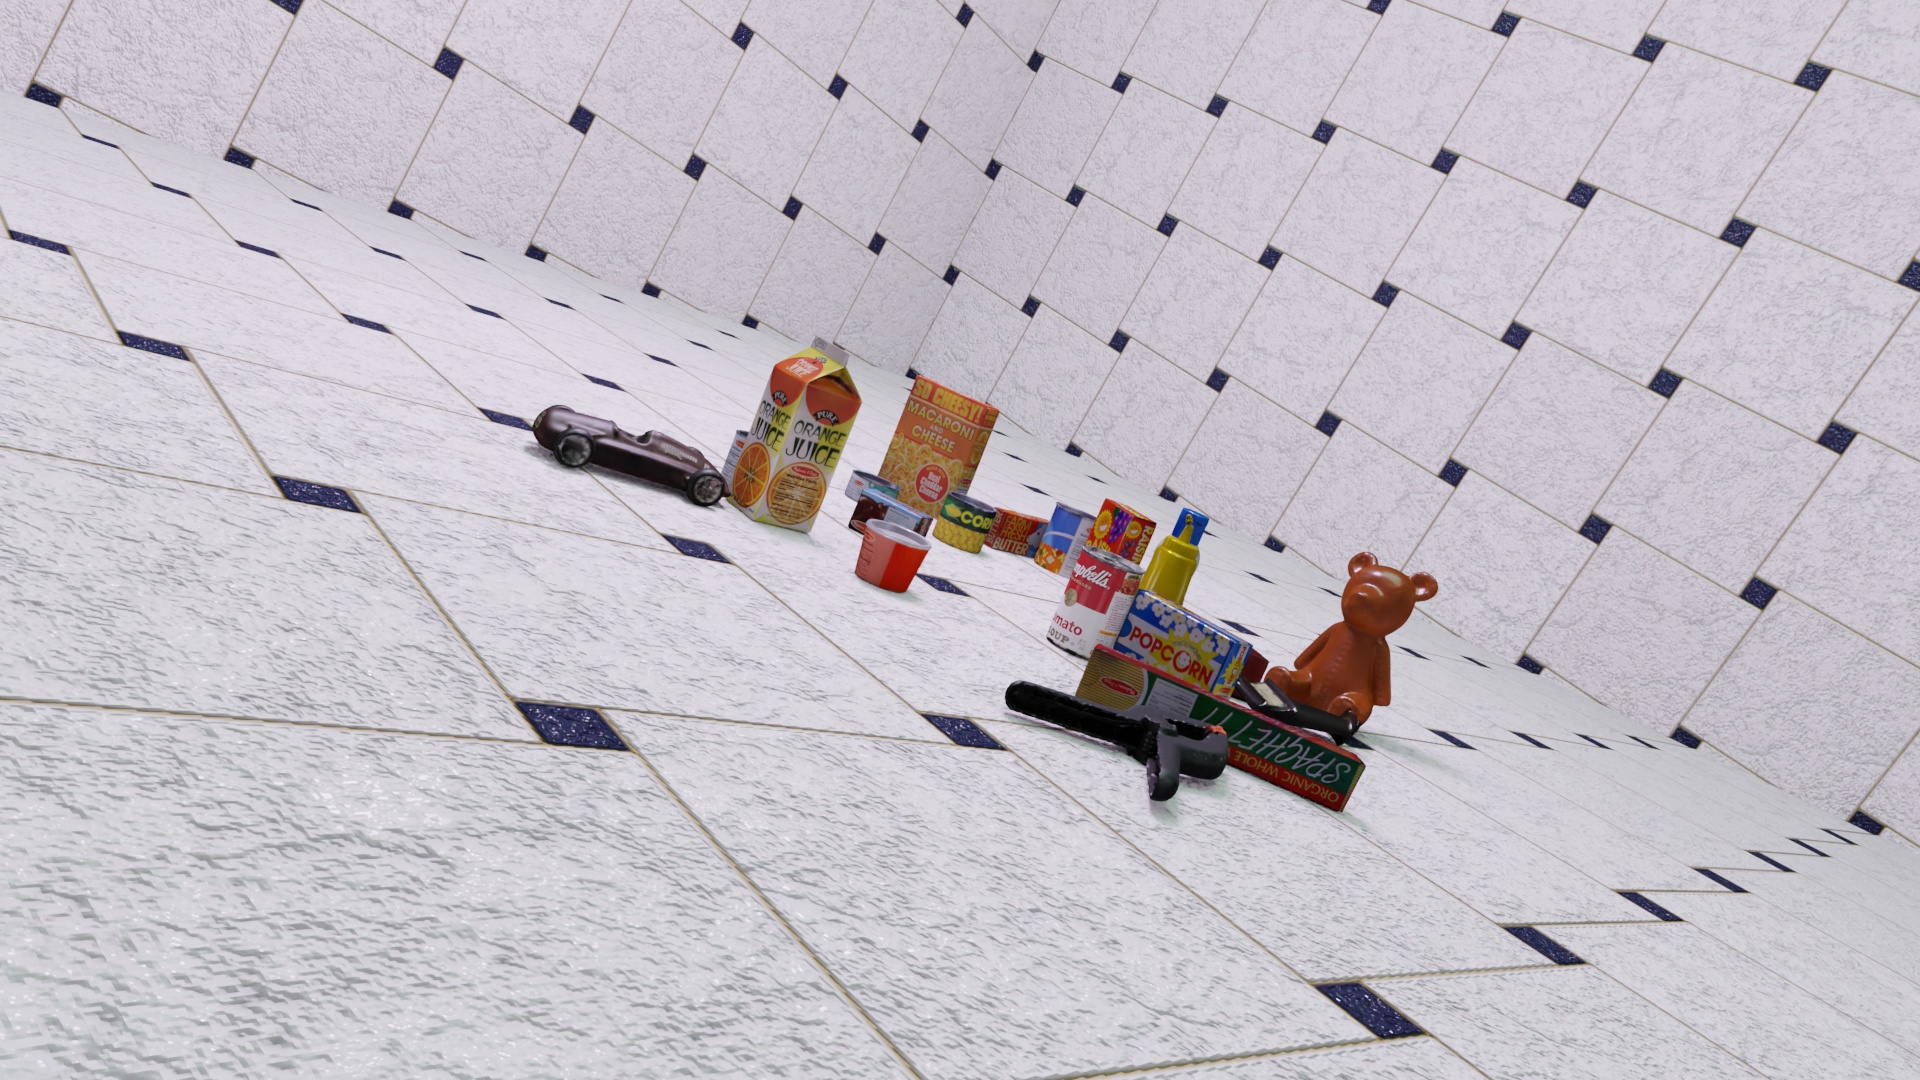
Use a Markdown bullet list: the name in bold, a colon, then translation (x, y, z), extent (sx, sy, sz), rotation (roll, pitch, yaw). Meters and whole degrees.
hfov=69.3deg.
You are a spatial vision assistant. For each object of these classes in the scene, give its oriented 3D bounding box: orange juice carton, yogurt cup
- **orange juice carton**: translation (-0.165, -0.112, 1.427), extent (0.073, 0.192, 0.072), rotation (15, 11, -40)
- **yogurt cup**: translation (-0.068, 0.016, 1.350), extent (0.072, 0.054, 0.072), rotation (22, 9, -3)

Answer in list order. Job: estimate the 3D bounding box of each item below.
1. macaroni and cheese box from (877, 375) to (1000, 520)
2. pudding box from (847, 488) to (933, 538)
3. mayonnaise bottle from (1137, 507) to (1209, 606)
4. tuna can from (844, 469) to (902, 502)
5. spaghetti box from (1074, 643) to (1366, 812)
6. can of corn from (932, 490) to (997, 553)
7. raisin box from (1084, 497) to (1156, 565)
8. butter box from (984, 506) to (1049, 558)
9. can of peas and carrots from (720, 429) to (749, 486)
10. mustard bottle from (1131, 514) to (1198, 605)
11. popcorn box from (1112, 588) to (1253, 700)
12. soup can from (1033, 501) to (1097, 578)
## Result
- **macaroni and cheese box**: translation (-0.033, -0.123, 1.875), extent (0.124, 0.166, 0.040), rotation (27, 10, 27)
- **pudding box**: translation (-0.078, -0.021, 1.549), extent (0.084, 0.049, 0.030), rotation (26, 9, 22)
- **mayonnaise bottle**: translation (0.264, 0.033, 1.729), extent (0.065, 0.147, 0.041), rotation (18, 10, -25)
- **tuna can**: translation (-0.110, -0.063, 1.767), extent (0.071, 0.032, 0.071), rotation (22, 9, -3)
- **spaghetti box**: translation (0.223, 0.162, 1.205), extent (0.250, 0.050, 0.029), rotation (23, 9, 6)
- **can of corn**: translation (0.006, -0.022, 1.723), extent (0.071, 0.058, 0.071), rotation (22, 9, -3)
- **raisin box**: translation (0.186, 0.019, 1.705), extent (0.040, 0.123, 0.086), rotation (19, 9, -22)
- **butter box**: translation (0.077, -0.009, 1.834), extent (0.103, 0.053, 0.024), rotation (13, 12, -44)
- **can of peas and carrots**: translation (-0.225, -0.084, 1.541), extent (0.071, 0.058, 0.071), rotation (22, 9, -3)
- **mustard bottle**: translation (0.224, 0.047, 1.515), extent (0.049, 0.160, 0.065), rotation (22, 9, -3)
- **popcorn box**: translation (0.213, 0.112, 1.359), extent (0.038, 0.085, 0.127), rotation (13, 13, -46)
- **soup can**: translation (0.140, 0.000, 1.830), extent (0.071, 0.083, 0.071), rotation (22, 9, -3)
